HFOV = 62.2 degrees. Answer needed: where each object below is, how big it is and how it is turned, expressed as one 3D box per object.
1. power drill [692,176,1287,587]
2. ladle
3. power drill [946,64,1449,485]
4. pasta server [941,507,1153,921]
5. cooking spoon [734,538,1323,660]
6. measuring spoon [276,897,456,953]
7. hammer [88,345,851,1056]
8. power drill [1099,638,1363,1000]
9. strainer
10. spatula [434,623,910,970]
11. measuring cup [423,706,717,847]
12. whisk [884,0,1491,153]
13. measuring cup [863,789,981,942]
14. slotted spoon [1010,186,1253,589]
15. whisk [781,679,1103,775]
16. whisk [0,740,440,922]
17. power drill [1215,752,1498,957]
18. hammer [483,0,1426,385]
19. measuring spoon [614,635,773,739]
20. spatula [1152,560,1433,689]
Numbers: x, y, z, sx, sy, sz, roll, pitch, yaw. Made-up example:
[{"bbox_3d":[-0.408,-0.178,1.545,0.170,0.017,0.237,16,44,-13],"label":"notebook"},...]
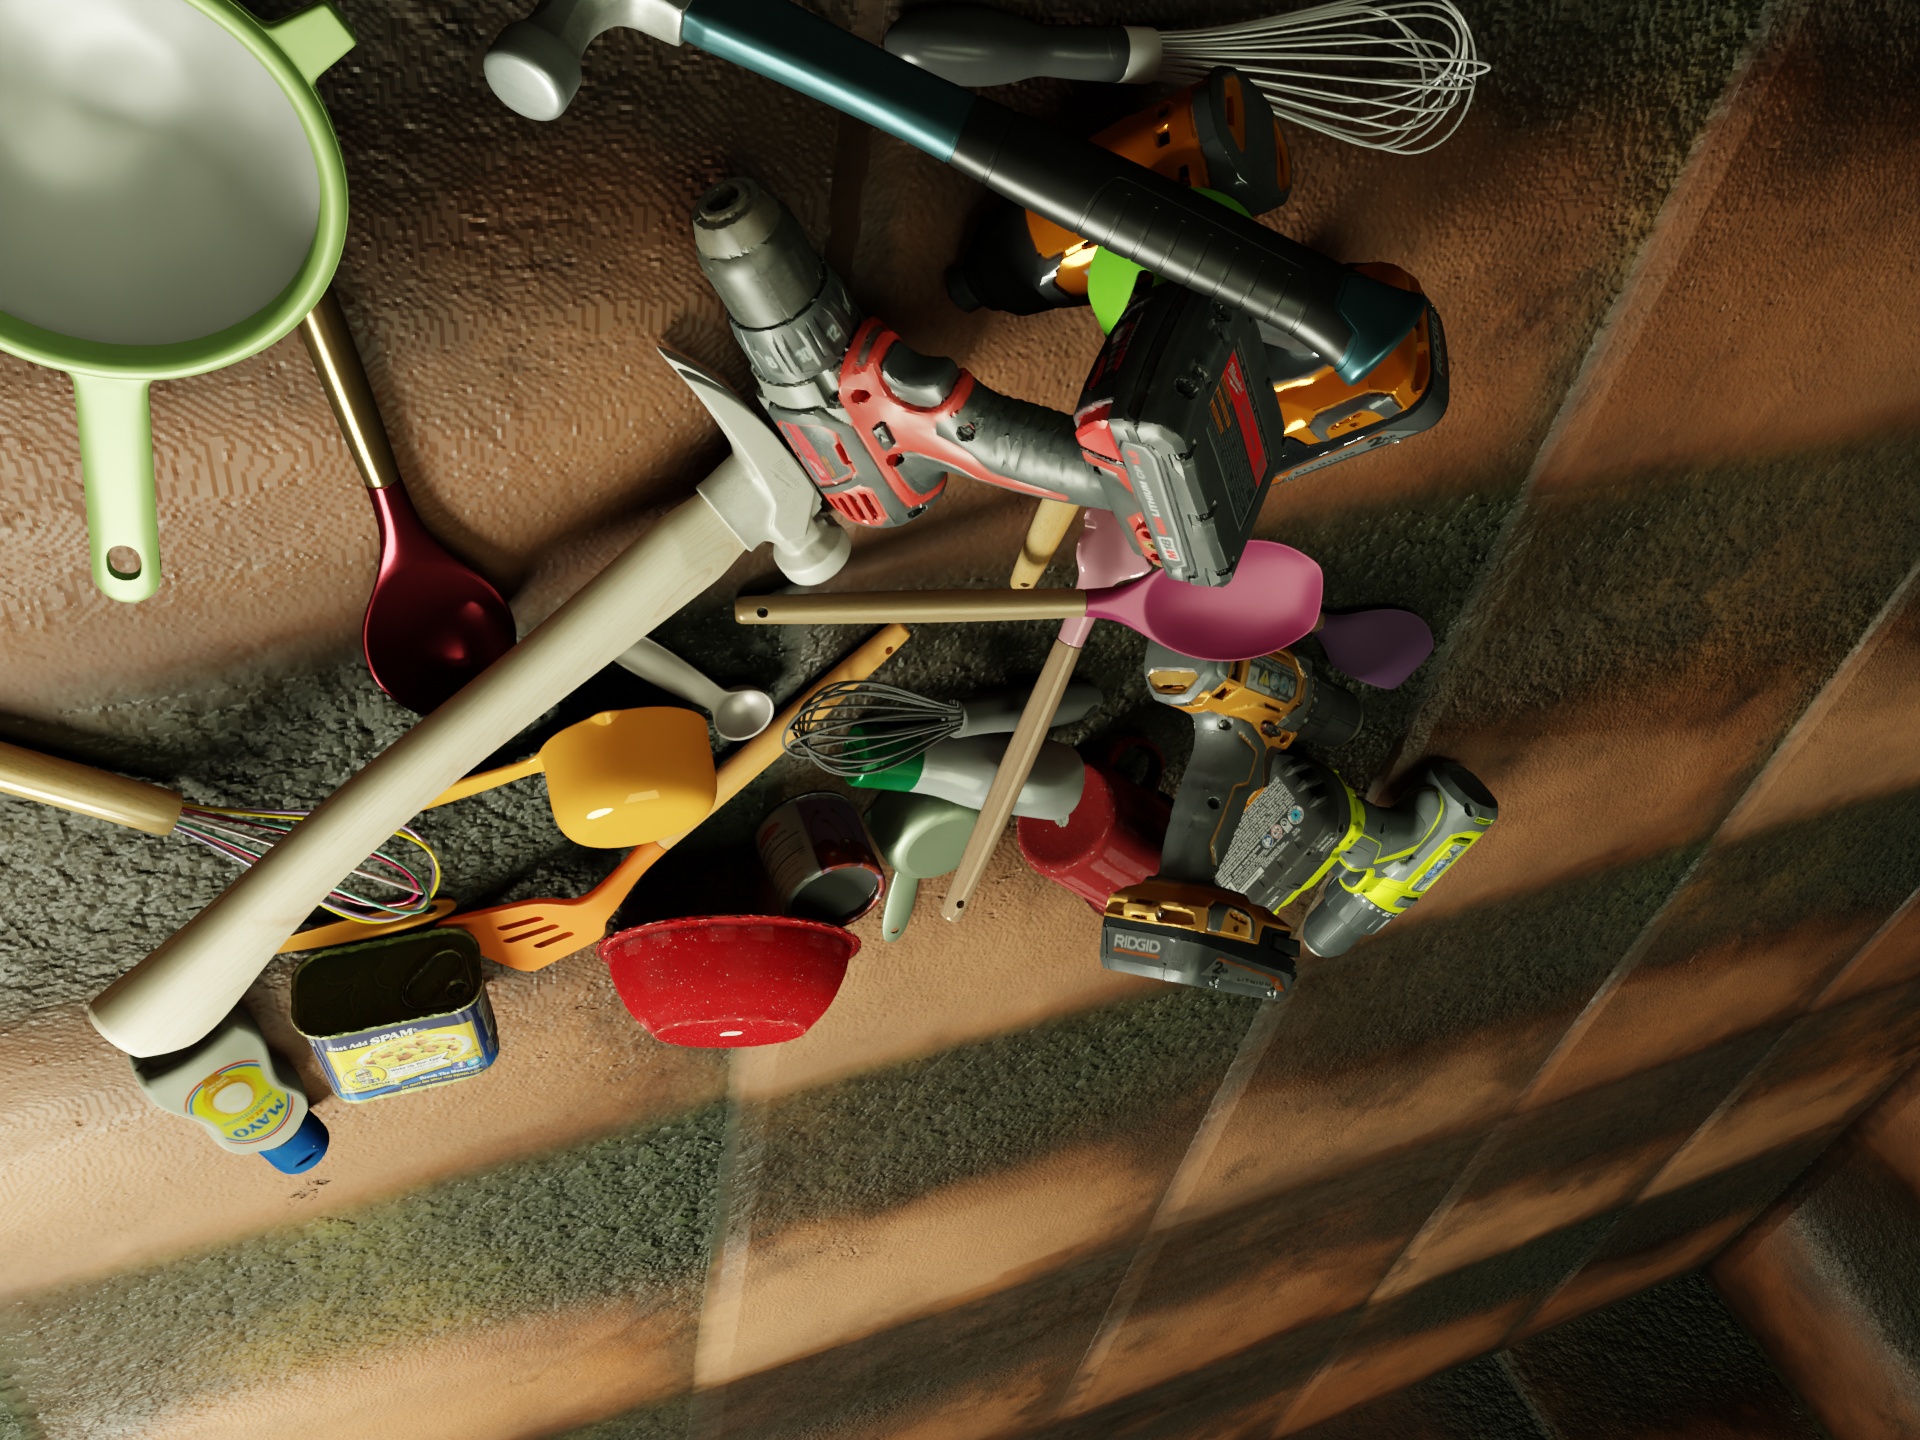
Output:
[{"bbox_3d":[0.006,-0.143,0.661,0.080,0.227,0.187,-65,149,-22],"label":"power drill"},{"bbox_3d":[-0.249,-0.120,0.659,0.069,0.031,0.315,-24,140,-18],"label":"ladle"},{"bbox_3d":[0.112,-0.193,0.742,0.164,0.084,0.226,-17,152,37],"label":"power drill"},{"bbox_3d":[0.053,-0.017,0.896,0.060,0.040,0.316,17,109,-18],"label":"pasta server"},{"bbox_3d":[0.041,-0.063,0.847,0.319,0.017,0.068,-2,112,-9],"label":"cooking spoon"},{"bbox_3d":[-0.338,0.112,0.877,0.117,0.011,0.021,-11,139,-27],"label":"measuring spoon"},{"bbox_3d":[-0.239,0.004,0.736,0.410,0.038,0.146,-41,141,-3],"label":"hammer"},{"bbox_3d":[0.180,0.058,1.004,0.185,0.084,0.226,17,80,-41],"label":"power drill"},{"bbox_3d":[-0.294,-0.156,0.554,0.151,0.069,0.256,2,135,-21],"label":"strainer"},{"bbox_3d":[-0.157,0.046,0.906,0.322,0.041,0.080,-40,139,7],"label":"spatula"},{"bbox_3d":[-0.211,0.044,0.829,0.173,0.052,0.095,-16,162,-4],"label":"measuring cup"},{"bbox_3d":[0.103,-0.283,0.678,0.284,0.070,0.070,-5,136,-20],"label":"whisk"},{"bbox_3d":[-0.026,0.100,1.031,0.083,0.038,0.167,-8,135,-25],"label":"measuring cup"},{"bbox_3d":[0.065,-0.134,0.754,0.070,0.031,0.313,11,156,-7],"label":"slotted spoon"},{"bbox_3d":[-0.002,-0.004,0.912,0.239,0.055,0.055,-8,138,-42],"label":"whisk"},{"bbox_3d":[-0.362,0.055,0.772,0.047,0.051,0.244,-41,138,23],"label":"whisk"},{"bbox_3d":[0.281,0.108,1.205,0.228,0.080,0.190,9,128,-42],"label":"power drill"},{"bbox_3d":[0.013,-0.203,0.565,0.331,0.128,0.033,24,159,-7],"label":"hammer"},{"bbox_3d":[-0.149,-0.026,0.840,0.034,0.018,0.124,-46,133,12],"label":"measuring spoon"},{"bbox_3d":[0.213,-0.071,1.008,0.315,0.018,0.059,15,122,-43],"label":"spatula"}]
